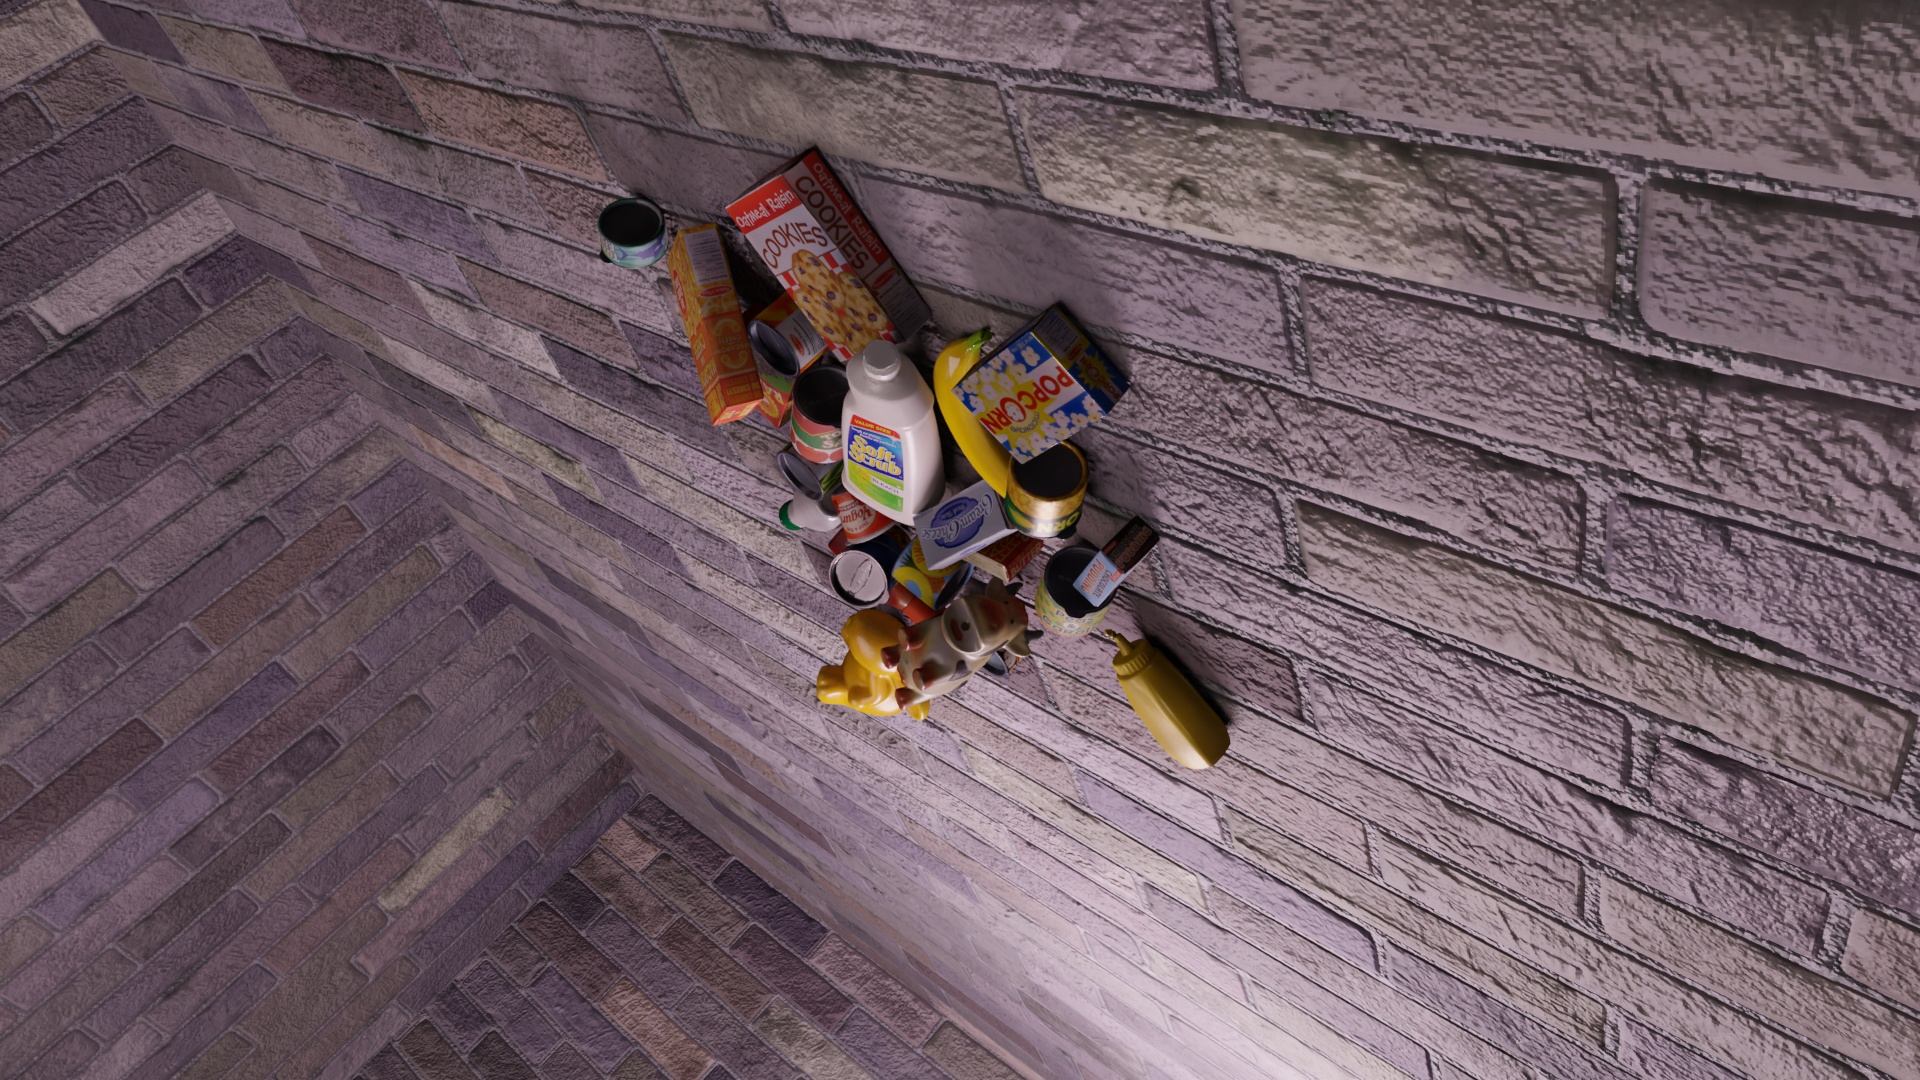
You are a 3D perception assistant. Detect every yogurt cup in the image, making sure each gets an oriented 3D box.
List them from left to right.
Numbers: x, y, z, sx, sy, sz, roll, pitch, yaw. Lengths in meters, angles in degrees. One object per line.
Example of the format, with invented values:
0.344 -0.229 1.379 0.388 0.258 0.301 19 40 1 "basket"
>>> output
-0.098 -0.036 1.431 0.072 0.073 0.054 -1 121 58 "yogurt cup"

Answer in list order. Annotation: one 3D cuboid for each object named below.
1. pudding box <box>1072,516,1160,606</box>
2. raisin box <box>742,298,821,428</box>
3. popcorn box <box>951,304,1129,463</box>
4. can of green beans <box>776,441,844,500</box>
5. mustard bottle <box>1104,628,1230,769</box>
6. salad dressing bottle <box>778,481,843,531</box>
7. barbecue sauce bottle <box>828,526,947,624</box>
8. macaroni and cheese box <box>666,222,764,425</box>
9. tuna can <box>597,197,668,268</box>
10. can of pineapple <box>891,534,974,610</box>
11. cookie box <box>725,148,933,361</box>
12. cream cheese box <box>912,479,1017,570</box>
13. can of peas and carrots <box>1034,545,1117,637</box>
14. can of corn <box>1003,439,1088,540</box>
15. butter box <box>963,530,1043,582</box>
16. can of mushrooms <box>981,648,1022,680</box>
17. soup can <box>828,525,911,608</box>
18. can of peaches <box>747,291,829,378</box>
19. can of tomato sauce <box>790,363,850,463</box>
0.130 0.019 1.169 0.030 0.050 0.083 44 156 7 "pudding box"
-0.191 -0.175 1.390 0.086 0.040 0.123 44 155 3 "raisin box"
0.059 -0.117 1.060 0.085 0.038 0.126 45 149 -10 "popcorn box"
-0.147 -0.084 1.439 0.071 0.058 0.071 36 154 20 "can of green beans"
0.183 0.139 1.275 0.160 0.049 0.065 53 155 -15 "mustard bottle"
-0.167 -0.037 1.564 0.064 0.044 0.147 56 156 -9 "salad dressing bottle"
-0.079 0.039 1.543 0.148 0.044 0.064 45 147 0 "barbecue sauce bottle"
-0.231 -0.200 1.308 0.123 0.040 0.166 168 86 -73 "macaroni and cheese box"
-0.324 -0.301 1.362 0.071 0.071 0.032 38 154 16 "tuna can"
-0.027 0.028 1.416 0.058 0.071 0.070 37 155 16 "can of pineapple"
-0.112 -0.236 1.166 0.167 0.040 0.123 53 155 -19 "cookie box"
0.005 -0.016 1.268 0.103 0.024 0.053 -27 75 36 "cream cheese box"
0.102 0.048 1.235 0.071 0.071 0.058 40 156 12 "can of peas and carrots"
0.072 -0.042 1.143 0.071 0.071 0.058 37 154 19 "can of corn"
0.023 -0.002 1.304 0.103 0.053 0.024 25 148 36 "butter box"
0.036 0.114 1.491 0.071 0.033 0.070 35 153 21 "can of mushrooms"
-0.090 0.027 1.464 0.071 0.084 0.071 8 114 18 "soup can"
-0.154 -0.193 1.278 0.071 0.058 0.071 36 155 20 "can of peaches"
-0.129 -0.120 1.343 0.071 0.071 0.082 41 156 9 "can of tomato sauce"
